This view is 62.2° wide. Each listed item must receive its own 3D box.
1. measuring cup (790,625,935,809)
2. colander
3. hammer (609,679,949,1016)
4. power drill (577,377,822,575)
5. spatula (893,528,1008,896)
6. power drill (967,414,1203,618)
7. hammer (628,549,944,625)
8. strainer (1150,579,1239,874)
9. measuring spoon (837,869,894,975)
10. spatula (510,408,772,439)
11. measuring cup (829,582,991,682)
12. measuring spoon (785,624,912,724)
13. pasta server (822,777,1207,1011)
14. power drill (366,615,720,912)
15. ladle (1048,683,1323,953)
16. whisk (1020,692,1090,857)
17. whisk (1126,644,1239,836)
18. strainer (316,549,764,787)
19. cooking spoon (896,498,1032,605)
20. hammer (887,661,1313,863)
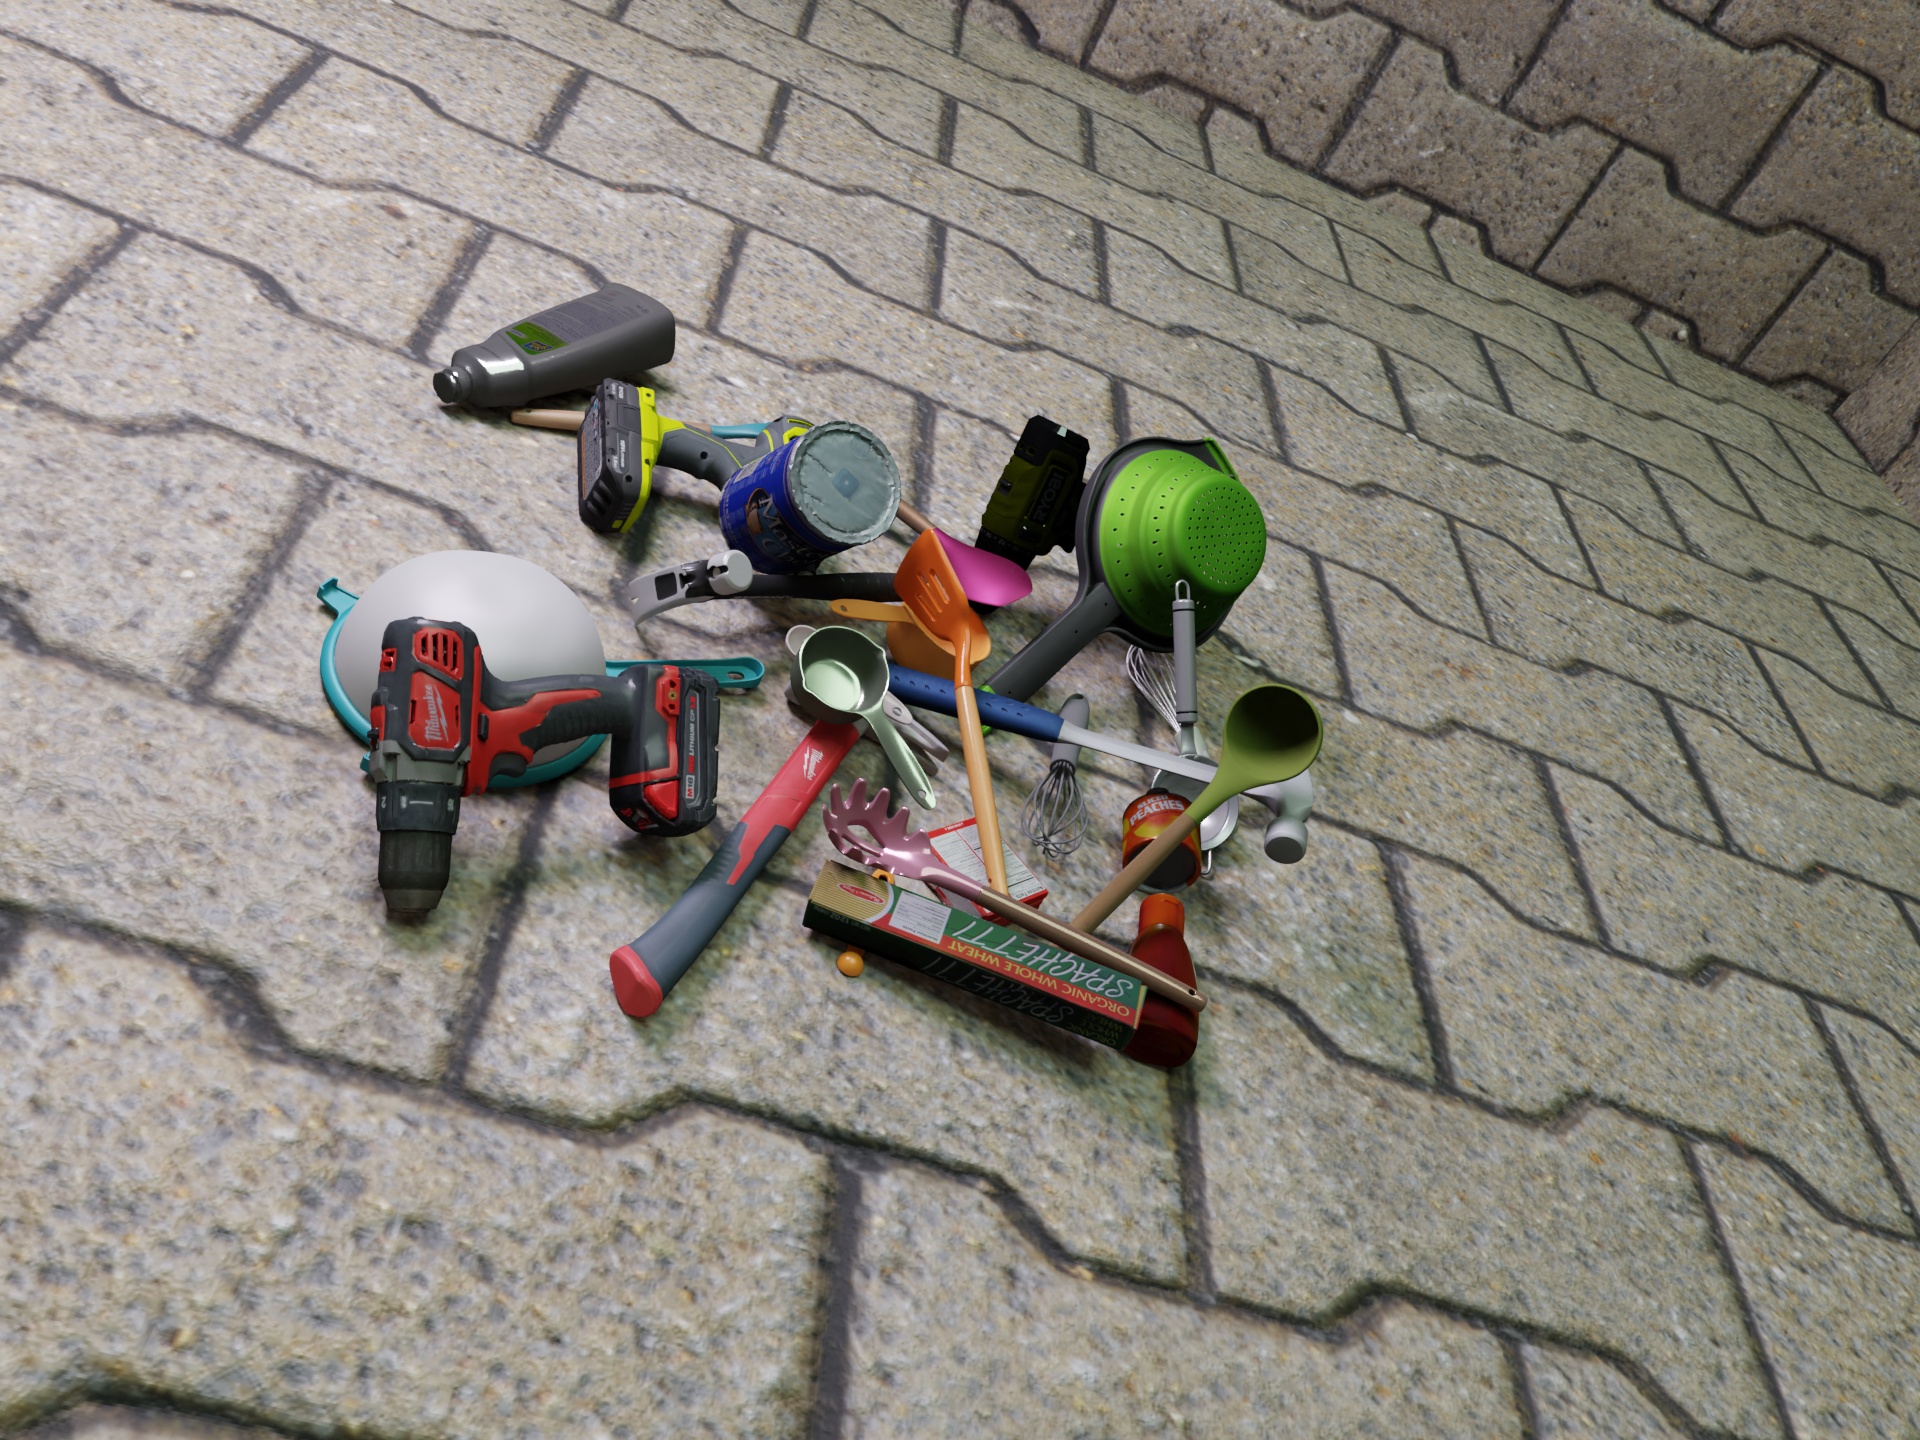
[{"bbox_3d":[-0.073,0.005,1.248,0.083,0.038,0.167,-28,82,-36],"label":"measuring cup"},{"bbox_3d":[0.158,-0.116,1.429,0.397,0.094,0.204,-42,111,-25],"label":"colander"},{"bbox_3d":[-0.132,0.089,1.166,0.143,0.038,0.386,32,37,0],"label":"hammer"},{"bbox_3d":[-0.221,-0.212,1.420,0.223,0.080,0.171,10,55,-29],"label":"power drill"},{"bbox_3d":[-0.002,-0.004,1.266,0.041,0.081,0.323,7,56,-26],"label":"spatula"},{"bbox_3d":[0.118,-0.168,1.537,0.228,0.190,0.080,18,14,-34],"label":"power drill"},{"bbox_3d":[-0.130,-0.113,1.362,0.334,0.146,0.035,-6,87,-51],"label":"hammer"},{"bbox_3d":[0.199,0.005,1.395,0.087,0.050,0.258,0,87,-20],"label":"strainer"},{"bbox_3d":[-0.067,0.143,1.165,0.021,0.011,0.117,26,37,-4],"label":"measuring spoon"},{"bbox_3d":[-0.265,-0.265,1.508,0.317,0.044,0.082,1,46,-26],"label":"spatula"},{"bbox_3d":[-0.054,-0.074,1.376,0.173,0.052,0.095,6,49,-41],"label":"measuring cup"},{"bbox_3d":[-0.092,-0.032,1.292,0.124,0.018,0.034,37,50,-6],"label":"measuring spoon"},{"bbox_3d":[0.040,0.135,1.162,0.316,0.040,0.060,26,49,-1],"label":"pasta server"},{"bbox_3d":[-0.280,0.036,1.061,0.226,0.080,0.188,7,79,-36],"label":"power drill"},{"bbox_3d":[0.158,0.089,1.214,0.320,0.062,0.078,-42,71,-17],"label":"ladle"},{"bbox_3d":[0.091,0.040,1.363,0.055,0.055,0.239,26,32,-5],"label":"whisk"},{"bbox_3d":[0.209,0.007,1.481,0.057,0.059,0.247,40,25,-48],"label":"whisk"},{"bbox_3d":[-0.291,-0.060,1.185,0.340,0.095,0.211,-2,46,-33],"label":"strainer"},{"bbox_3d":[-0.039,-0.185,1.496,0.069,0.017,0.319,-26,43,-23],"label":"cooking spoon"},{"bbox_3d":[0.095,0.009,1.327,0.405,0.035,0.144,16,38,5],"label":"hammer"}]
